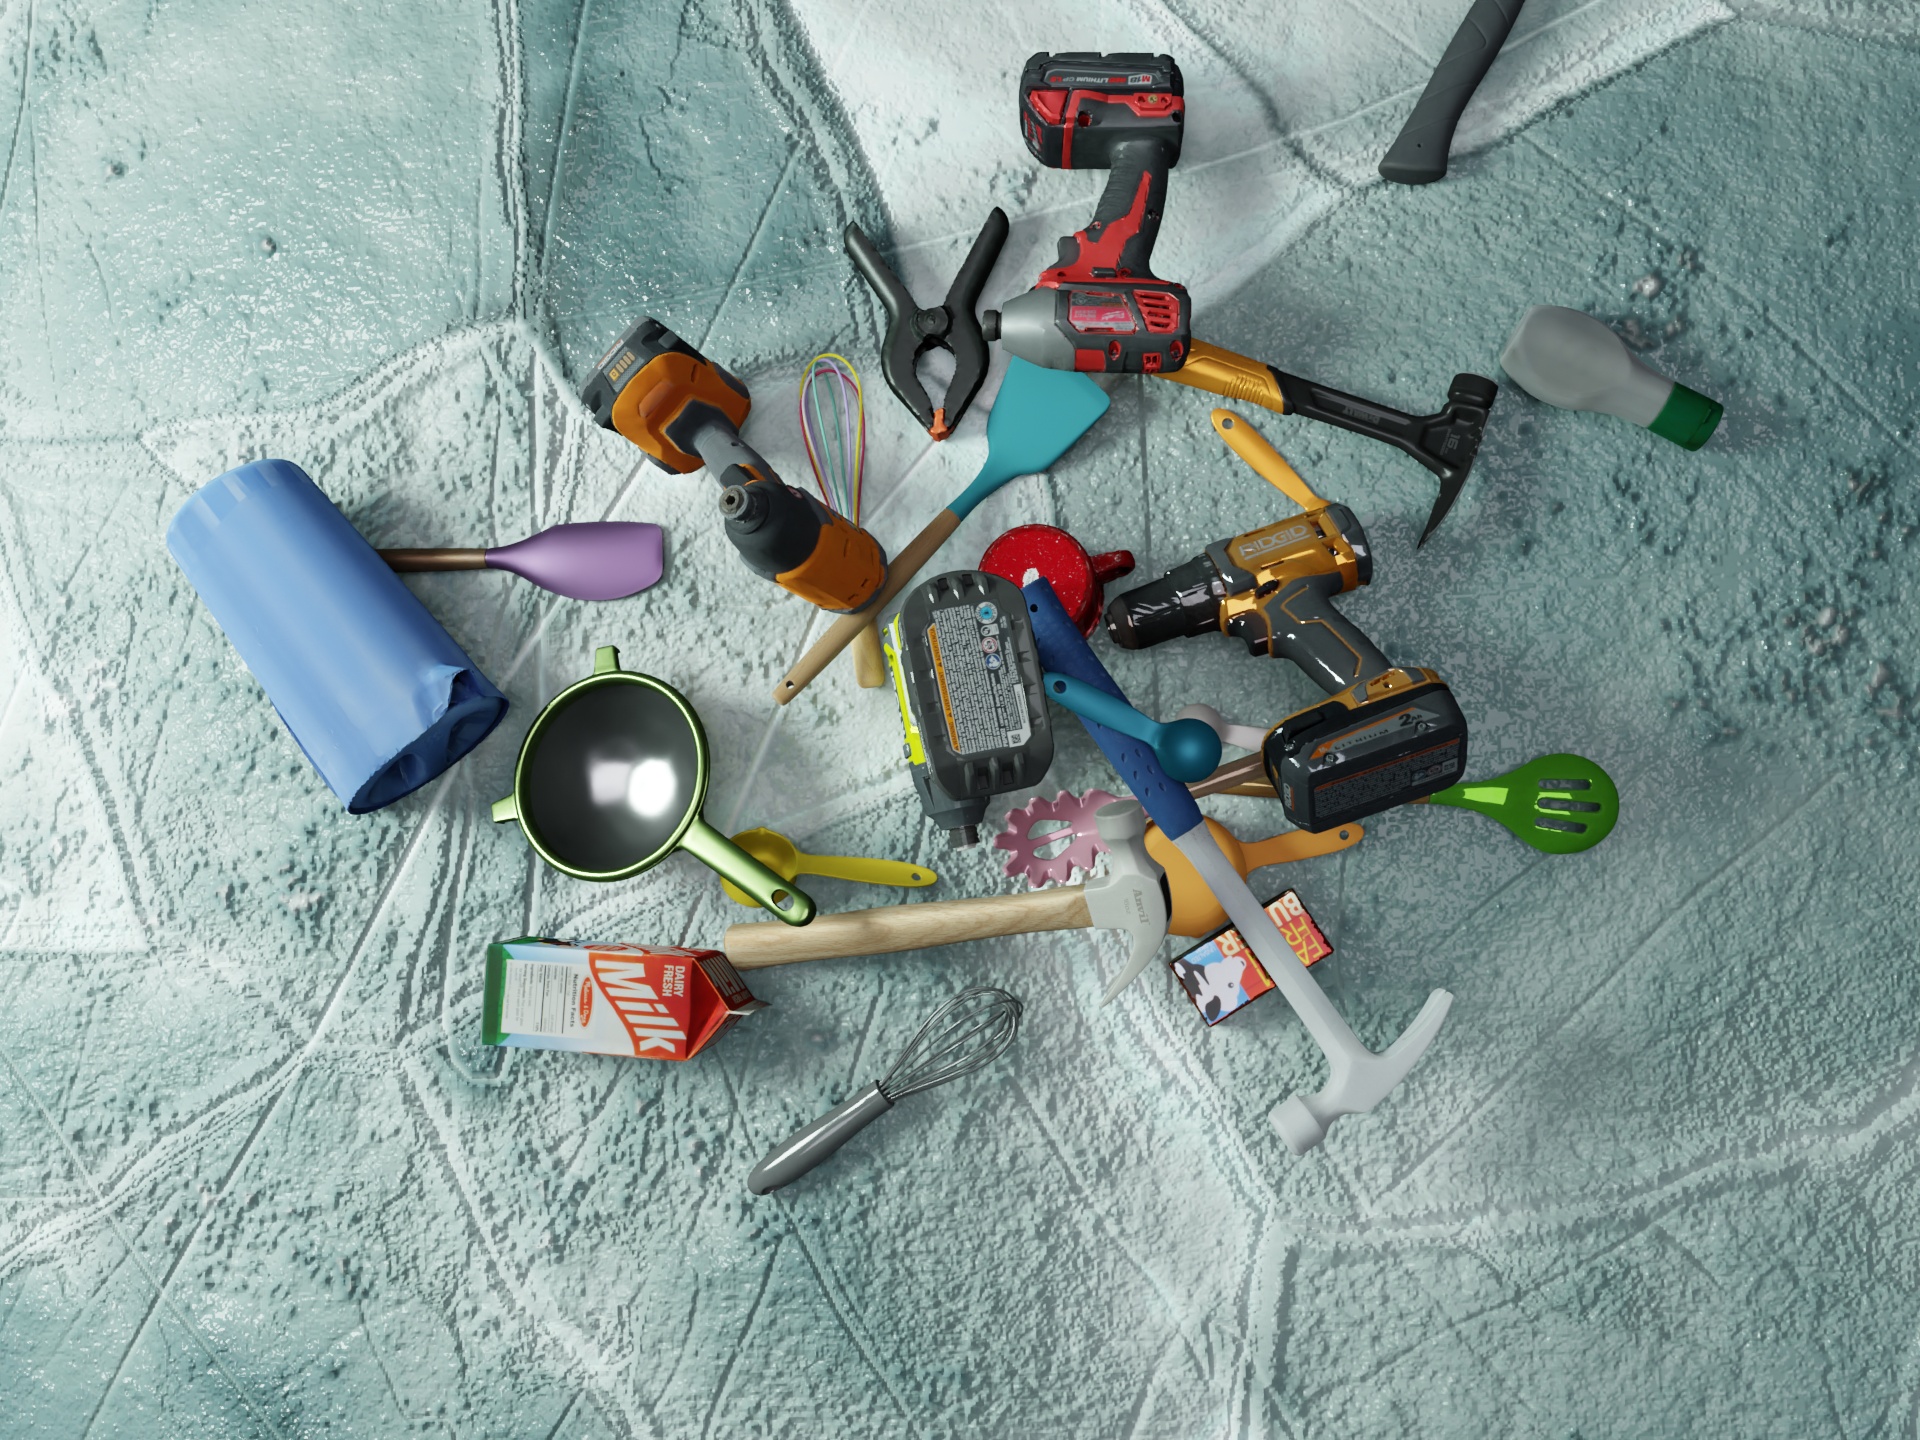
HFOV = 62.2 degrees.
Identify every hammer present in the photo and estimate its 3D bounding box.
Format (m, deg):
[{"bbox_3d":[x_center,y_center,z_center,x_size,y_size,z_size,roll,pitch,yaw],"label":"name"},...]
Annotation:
[{"bbox_3d":[0.160,0.077,1.042,0.144,0.035,0.405,-35,88,-1],"label":"hammer"},{"bbox_3d":[0.408,-0.564,1.130,0.149,0.036,0.409,29,90,8],"label":"hammer"},{"bbox_3d":[0.199,-0.234,1.126,0.337,0.034,0.127,21,80,8],"label":"hammer"},{"bbox_3d":[-0.016,0.140,1.076,0.331,0.031,0.130,-11,104,26],"label":"hammer"}]

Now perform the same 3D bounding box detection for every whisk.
[{"bbox_3d":[-0.080,-0.145,1.149,0.047,0.051,0.245,-9,89,-1],"label":"whisk"},{"bbox_3d":[-0.056,0.264,1.121,0.239,0.055,0.055,-37,84,6],"label":"whisk"}]

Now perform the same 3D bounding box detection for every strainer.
[{"bbox_3d":[-0.195,0.071,1.118,0.256,0.069,0.151,33,88,19],"label":"strainer"}]

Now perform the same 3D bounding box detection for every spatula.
[{"bbox_3d":[-0.377,-0.118,1.188,0.316,0.018,0.060,0,87,5],"label":"spatula"},{"bbox_3d":[-0.024,-0.132,1.127,0.082,0.044,0.317,40,81,11],"label":"spatula"}]

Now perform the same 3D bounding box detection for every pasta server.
[{"bbox_3d":[0.175,0.040,1.073,0.316,0.040,0.060,-19,87,3],"label":"pasta server"}]

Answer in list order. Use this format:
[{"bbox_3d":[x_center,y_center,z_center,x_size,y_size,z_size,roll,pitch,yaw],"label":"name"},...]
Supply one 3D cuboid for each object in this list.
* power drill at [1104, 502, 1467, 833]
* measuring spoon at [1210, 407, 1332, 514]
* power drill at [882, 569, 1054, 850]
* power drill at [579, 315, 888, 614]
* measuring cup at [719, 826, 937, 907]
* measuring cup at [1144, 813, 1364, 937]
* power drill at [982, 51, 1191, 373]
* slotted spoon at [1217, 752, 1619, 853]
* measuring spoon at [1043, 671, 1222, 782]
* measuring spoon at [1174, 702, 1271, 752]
[{"bbox_3d":[0.210,-0.037,1.052,0.185,0.084,0.226,-19,50,0],"label":"power drill"},{"bbox_3d":[0.223,-0.183,1.136,0.021,0.011,0.117,-45,84,1],"label":"measuring spoon"},{"bbox_3d":[-0.002,-0.003,1.041,0.080,0.223,0.171,-11,84,-8],"label":"power drill"},{"bbox_3d":[-0.158,-0.173,1.074,0.084,0.164,0.227,-47,66,8],"label":"power drill"},{"bbox_3d":[-0.096,0.113,1.141,0.156,0.029,0.062,6,45,-7],"label":"measuring cup"},{"bbox_3d":[0.196,0.096,1.101,0.173,0.052,0.095,-14,85,7],"label":"measuring cup"},{"bbox_3d":[0.089,-0.347,1.107,0.143,0.078,0.220,2,77,3],"label":"power drill"},{"bbox_3d":[0.299,0.051,1.108,0.314,0.031,0.070,3,91,7],"label":"slotted spoon"},{"bbox_3d":[0.108,0.000,1.016,0.128,0.021,0.042,26,88,2],"label":"measuring spoon"},{"bbox_3d":[0.213,0.014,1.122,0.124,0.018,0.034,12,88,5],"label":"measuring spoon"}]
